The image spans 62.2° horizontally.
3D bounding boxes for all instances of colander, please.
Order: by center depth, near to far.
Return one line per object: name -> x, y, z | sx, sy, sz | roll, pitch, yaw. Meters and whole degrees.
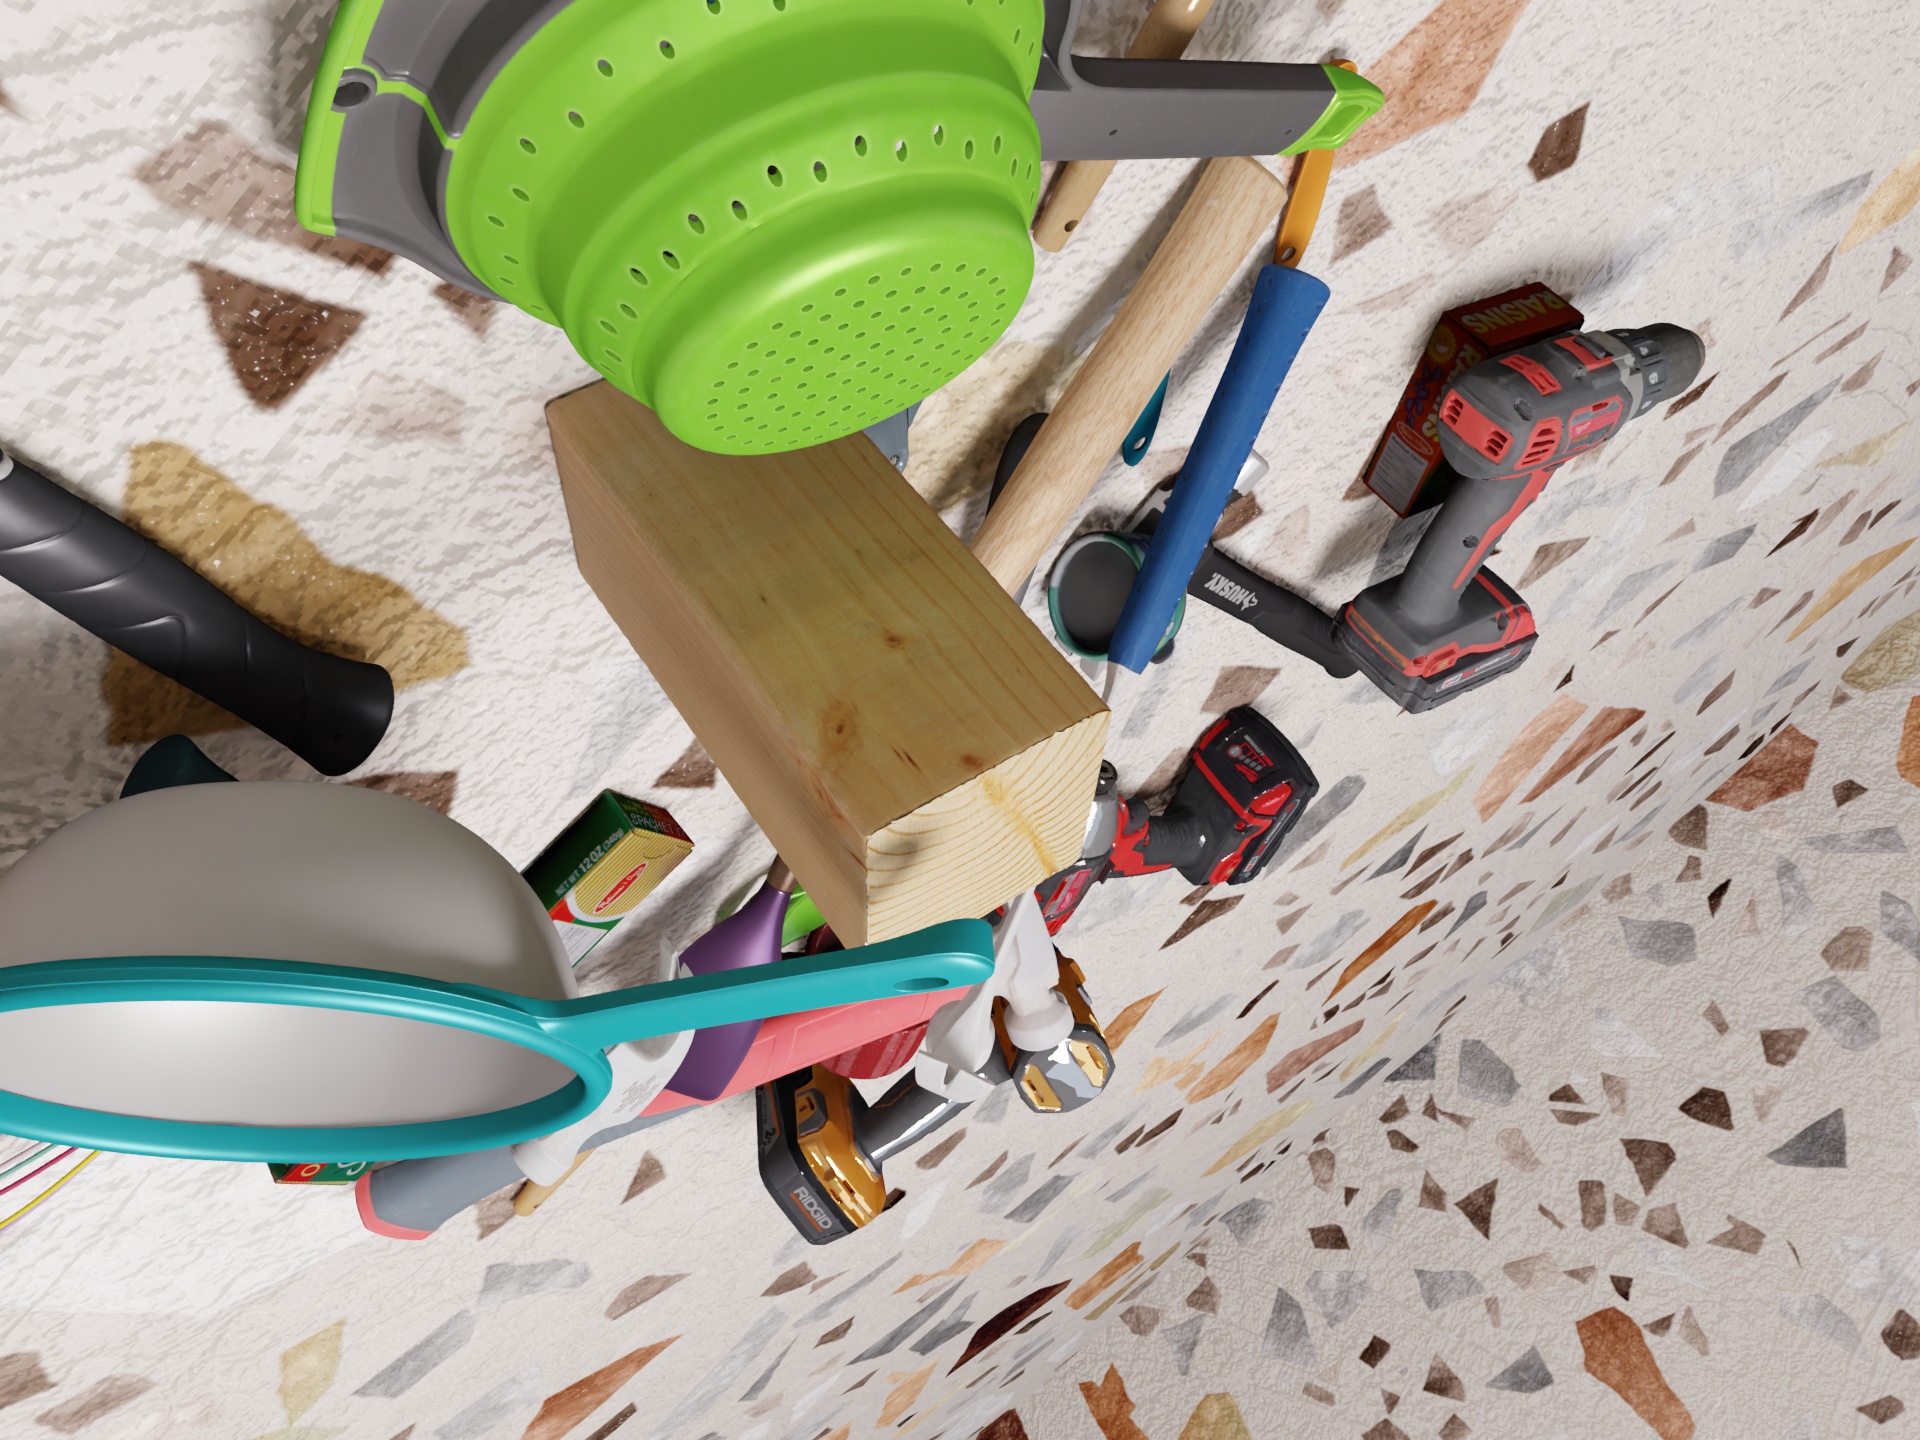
colander -> 0.016, -0.157, 0.485 | 0.397, 0.094, 0.204 | -17, 167, -37

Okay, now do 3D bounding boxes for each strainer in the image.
strainer -> -0.157, 0.064, 0.497 | 0.340, 0.095, 0.210 | -11, 152, 13

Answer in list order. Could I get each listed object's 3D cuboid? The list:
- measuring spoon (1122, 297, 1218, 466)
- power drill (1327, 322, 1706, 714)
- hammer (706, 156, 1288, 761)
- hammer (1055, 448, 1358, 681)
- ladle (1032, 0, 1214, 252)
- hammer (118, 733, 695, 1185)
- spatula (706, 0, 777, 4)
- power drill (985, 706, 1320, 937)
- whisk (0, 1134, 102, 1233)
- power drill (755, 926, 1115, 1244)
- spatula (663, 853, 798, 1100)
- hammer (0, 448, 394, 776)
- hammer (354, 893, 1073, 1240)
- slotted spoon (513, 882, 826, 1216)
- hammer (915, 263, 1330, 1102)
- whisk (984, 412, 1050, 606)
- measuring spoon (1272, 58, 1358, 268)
measuring spoon -> 0.096, -0.160, 0.723 | 0.042, 0.021, 0.128 | -25, 148, -26
power drill -> 0.322, -0.125, 0.915 | 0.188, 0.080, 0.226 | -22, 145, -30
hammer -> 0.033, -0.089, 0.678 | 0.130, 0.031, 0.331 | 30, 100, -23
hammer -> 0.177, -0.065, 0.952 | 0.146, 0.035, 0.334 | -48, 151, 15
ladle -> 0.097, -0.295, 0.521 | 0.078, 0.062, 0.320 | -12, 148, -40
hammer -> -0.218, 0.102, 0.665 | 0.128, 0.033, 0.330 | -42, 143, -5
spatula -> 0.064, -0.246, 0.486 | 0.317, 0.044, 0.082 | -18, 157, -3
power drill -> 0.123, 0.065, 1.040 | 0.219, 0.079, 0.143 | -12, 141, -37
whisk -> -0.321, 0.134, 0.642 | 0.245, 0.047, 0.051 | -31, 150, -25
power drill -> -0.019, 0.219, 1.034 | 0.226, 0.185, 0.084 | -30, 113, 4
spatula -> -0.080, 0.058, 0.781 | 0.059, 0.018, 0.316 | 24, 107, -16
hammer -> -0.276, -0.068, 0.399 | 0.149, 0.036, 0.408 | -37, 153, -1
hammer -> -0.136, 0.174, 0.846 | 0.386, 0.038, 0.143 | -20, 114, -6
slotted spoon -> -0.170, 0.188, 0.915 | 0.313, 0.031, 0.070 | -48, 150, 20
hammer -> 0.071, -0.014, 0.721 | 0.144, 0.035, 0.405 | -4, 118, -87
whisk -> -0.001, -0.002, 0.750 | 0.073, 0.073, 0.295 | -6, 121, -46
measuring spoon -> 0.151, -0.238, 0.694 | 0.021, 0.011, 0.116 | -29, 154, -18
